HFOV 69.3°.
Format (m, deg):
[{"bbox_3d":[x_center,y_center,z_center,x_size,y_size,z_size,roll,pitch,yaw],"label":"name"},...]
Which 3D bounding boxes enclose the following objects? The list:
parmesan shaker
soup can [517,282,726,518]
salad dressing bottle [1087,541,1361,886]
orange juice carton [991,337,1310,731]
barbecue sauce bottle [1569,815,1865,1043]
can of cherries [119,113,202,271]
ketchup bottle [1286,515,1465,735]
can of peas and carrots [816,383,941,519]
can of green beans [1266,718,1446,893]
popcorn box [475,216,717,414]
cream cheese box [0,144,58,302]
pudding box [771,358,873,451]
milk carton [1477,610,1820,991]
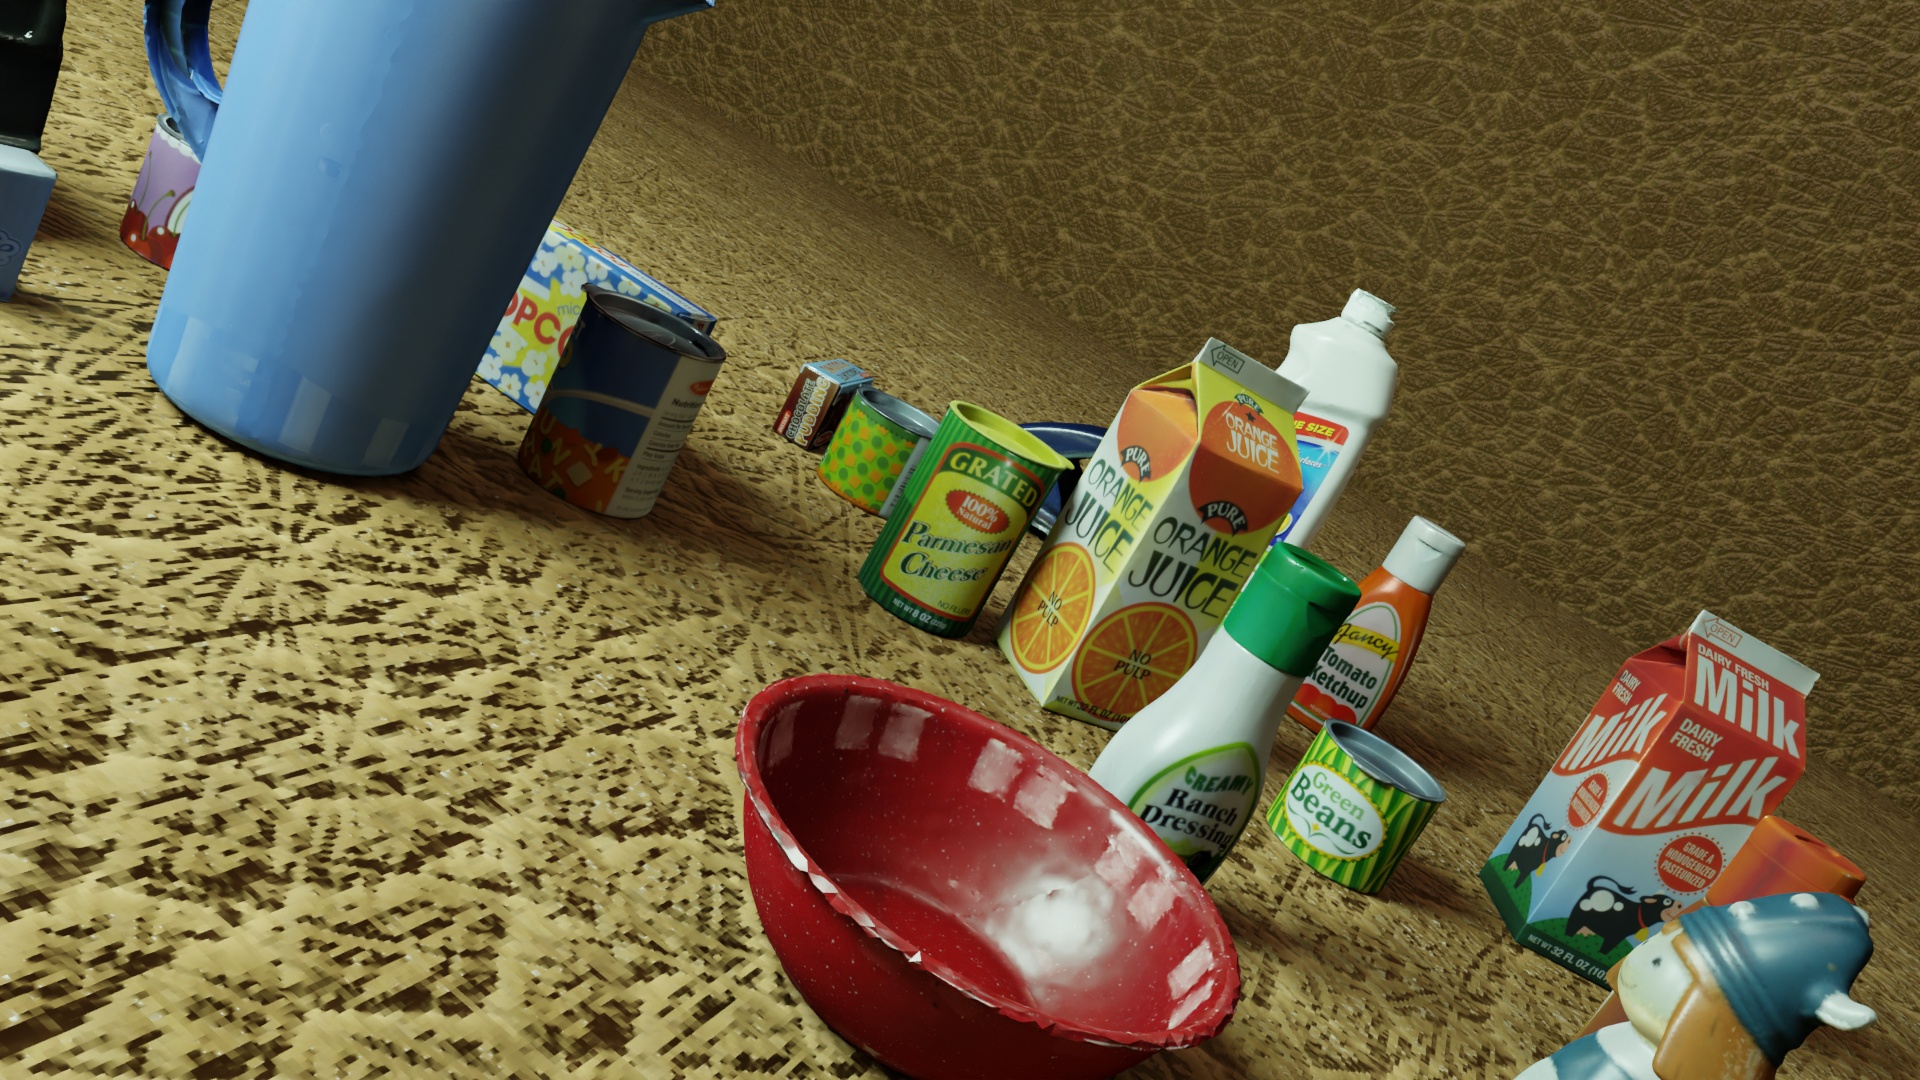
[{"bbox_3d":[0.003,-0.009,0.703,0.071,0.102,0.071,27,14,-8],"label":"parmesan shaker"},{"bbox_3d":[-0.156,-0.063,0.629,0.071,0.083,0.071,27,14,-8],"label":"soup can"},{"bbox_3d":[0.095,0.071,0.520,0.064,0.147,0.044,23,16,-24],"label":"salad dressing bottle"},{"bbox_3d":[0.100,-0.004,0.693,0.072,0.192,0.073,21,16,-29],"label":"orange juice carton"},{"bbox_3d":[0.266,0.170,0.505,0.065,0.148,0.044,19,17,-34],"label":"barbecue sauce bottle"},{"bbox_3d":[-0.342,-0.154,0.639,0.071,0.058,0.072,27,15,-7],"label":"can of cherries"},{"bbox_3d":[0.262,0.056,0.877,0.065,0.148,0.043,33,15,16],"label":"ketchup bottle"},{"bbox_3d":[-0.048,-0.054,0.846,0.071,0.058,0.071,27,15,-7],"label":"can of peas and carrots"},{"bbox_3d":[0.193,0.130,0.681,0.071,0.057,0.071,27,15,-7],"label":"can of green beans"},{"bbox_3d":[-0.195,-0.105,0.695,0.127,0.085,0.038,33,15,15],"label":"popcorn box"},{"bbox_3d":[-0.370,-0.115,0.468,0.024,0.053,0.104,35,16,24],"label":"cream cheese box"},{"bbox_3d":[-0.089,-0.091,0.913,0.030,0.049,0.084,30,15,5],"label":"pudding box"},{"bbox_3d":[0.360,0.132,0.722,0.072,0.190,0.073,29,14,-2],"label":"milk carton"}]
